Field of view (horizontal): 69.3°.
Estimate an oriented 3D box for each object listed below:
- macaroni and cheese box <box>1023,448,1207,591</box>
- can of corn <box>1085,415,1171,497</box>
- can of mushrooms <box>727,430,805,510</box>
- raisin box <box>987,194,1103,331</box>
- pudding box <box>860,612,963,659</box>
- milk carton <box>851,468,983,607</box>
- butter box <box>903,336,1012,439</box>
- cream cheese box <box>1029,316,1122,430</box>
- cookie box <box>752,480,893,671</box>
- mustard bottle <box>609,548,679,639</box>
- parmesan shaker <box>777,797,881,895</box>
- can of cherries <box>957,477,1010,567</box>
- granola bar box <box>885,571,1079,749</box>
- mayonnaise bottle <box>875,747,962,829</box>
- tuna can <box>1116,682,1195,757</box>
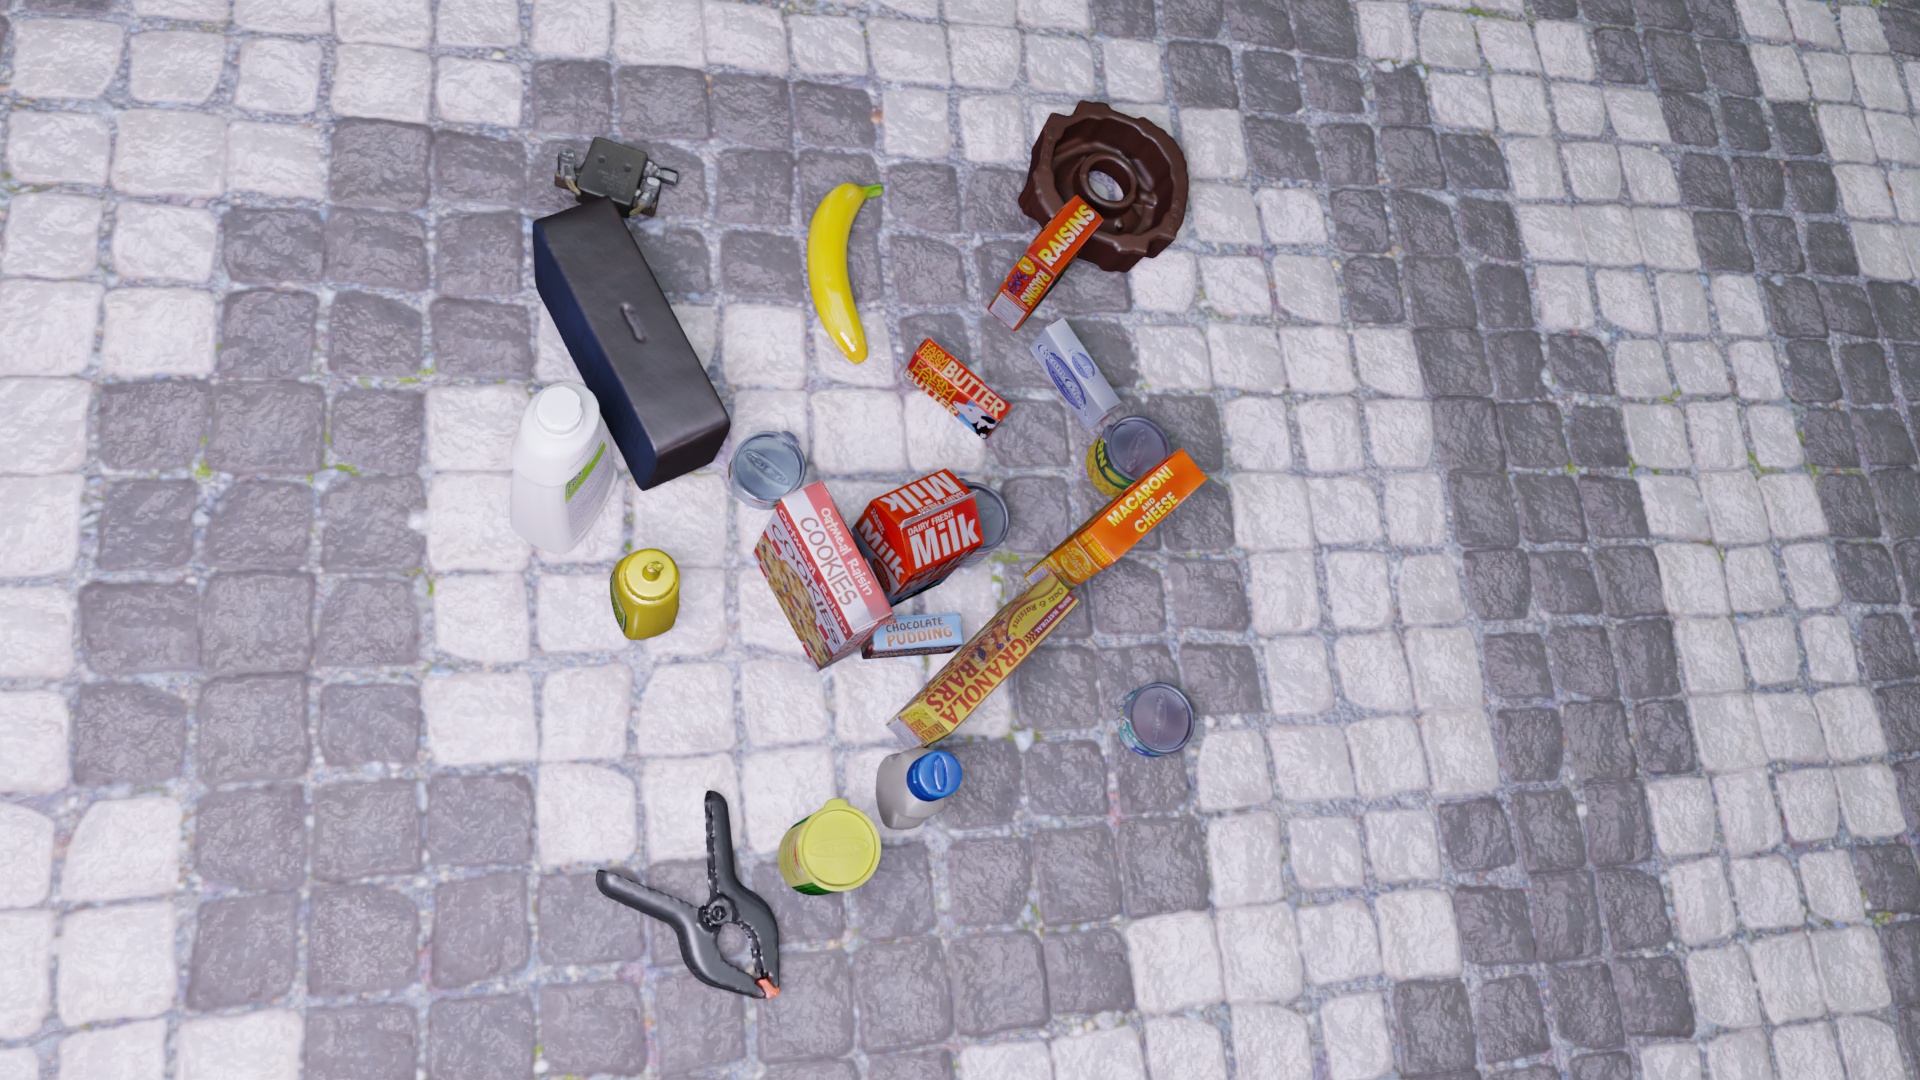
[{"bbox_3d":[0.135,-0.010,1.244,0.124,0.166,0.040,-40,88,-23],"label":"macaroni and cheese box"},{"bbox_3d":[0.158,-0.080,1.331,0.071,0.058,0.071,5,73,-15],"label":"can of corn"},{"bbox_3d":[-0.172,-0.064,1.241,0.071,0.033,0.071,5,73,-15],"label":"can of mushrooms"},{"bbox_3d":[0.080,-0.264,1.329,0.040,0.123,0.086,40,67,-2],"label":"raisin box"},{"bbox_3d":[-0.043,0.084,1.226,0.084,0.049,0.030,-3,75,-17],"label":"pudding box"},{"bbox_3d":[-0.040,-0.002,1.177,0.072,0.190,0.073,-24,82,-21],"label":"milk carton"},{"bbox_3d":[-0.004,-0.142,1.305,0.103,0.053,0.024,39,67,-2],"label":"butter box"},{"bbox_3d":[0.110,-0.160,1.344,0.024,0.053,0.104,-32,85,-22],"label":"cream cheese box"},{"bbox_3d":[-0.117,0.033,1.155,0.040,0.167,0.123,-27,83,-22],"label":"cookie box"},{"bbox_3d":[-0.253,0.037,1.117,0.049,0.159,0.065,-15,79,-20],"label":"mustard bottle"},{"bbox_3d":[-0.108,0.250,1.127,0.071,0.102,0.071,5,73,-15],"label":"parmesan shaker"},{"bbox_3d":[0.005,-0.016,1.266,0.071,0.058,0.071,5,73,-15],"label":"can of cherries"},{"bbox_3d":[0.018,0.107,1.197,0.039,0.123,0.166,46,67,0],"label":"granola bar box"},{"bbox_3d":[-0.035,0.200,1.139,0.041,0.147,0.065,-1,74,-17],"label":"mayonnaise bottle"},{"bbox_3d":[0.176,0.165,1.276,0.071,0.032,0.071,5,73,-15],"label":"tuna can"}]
